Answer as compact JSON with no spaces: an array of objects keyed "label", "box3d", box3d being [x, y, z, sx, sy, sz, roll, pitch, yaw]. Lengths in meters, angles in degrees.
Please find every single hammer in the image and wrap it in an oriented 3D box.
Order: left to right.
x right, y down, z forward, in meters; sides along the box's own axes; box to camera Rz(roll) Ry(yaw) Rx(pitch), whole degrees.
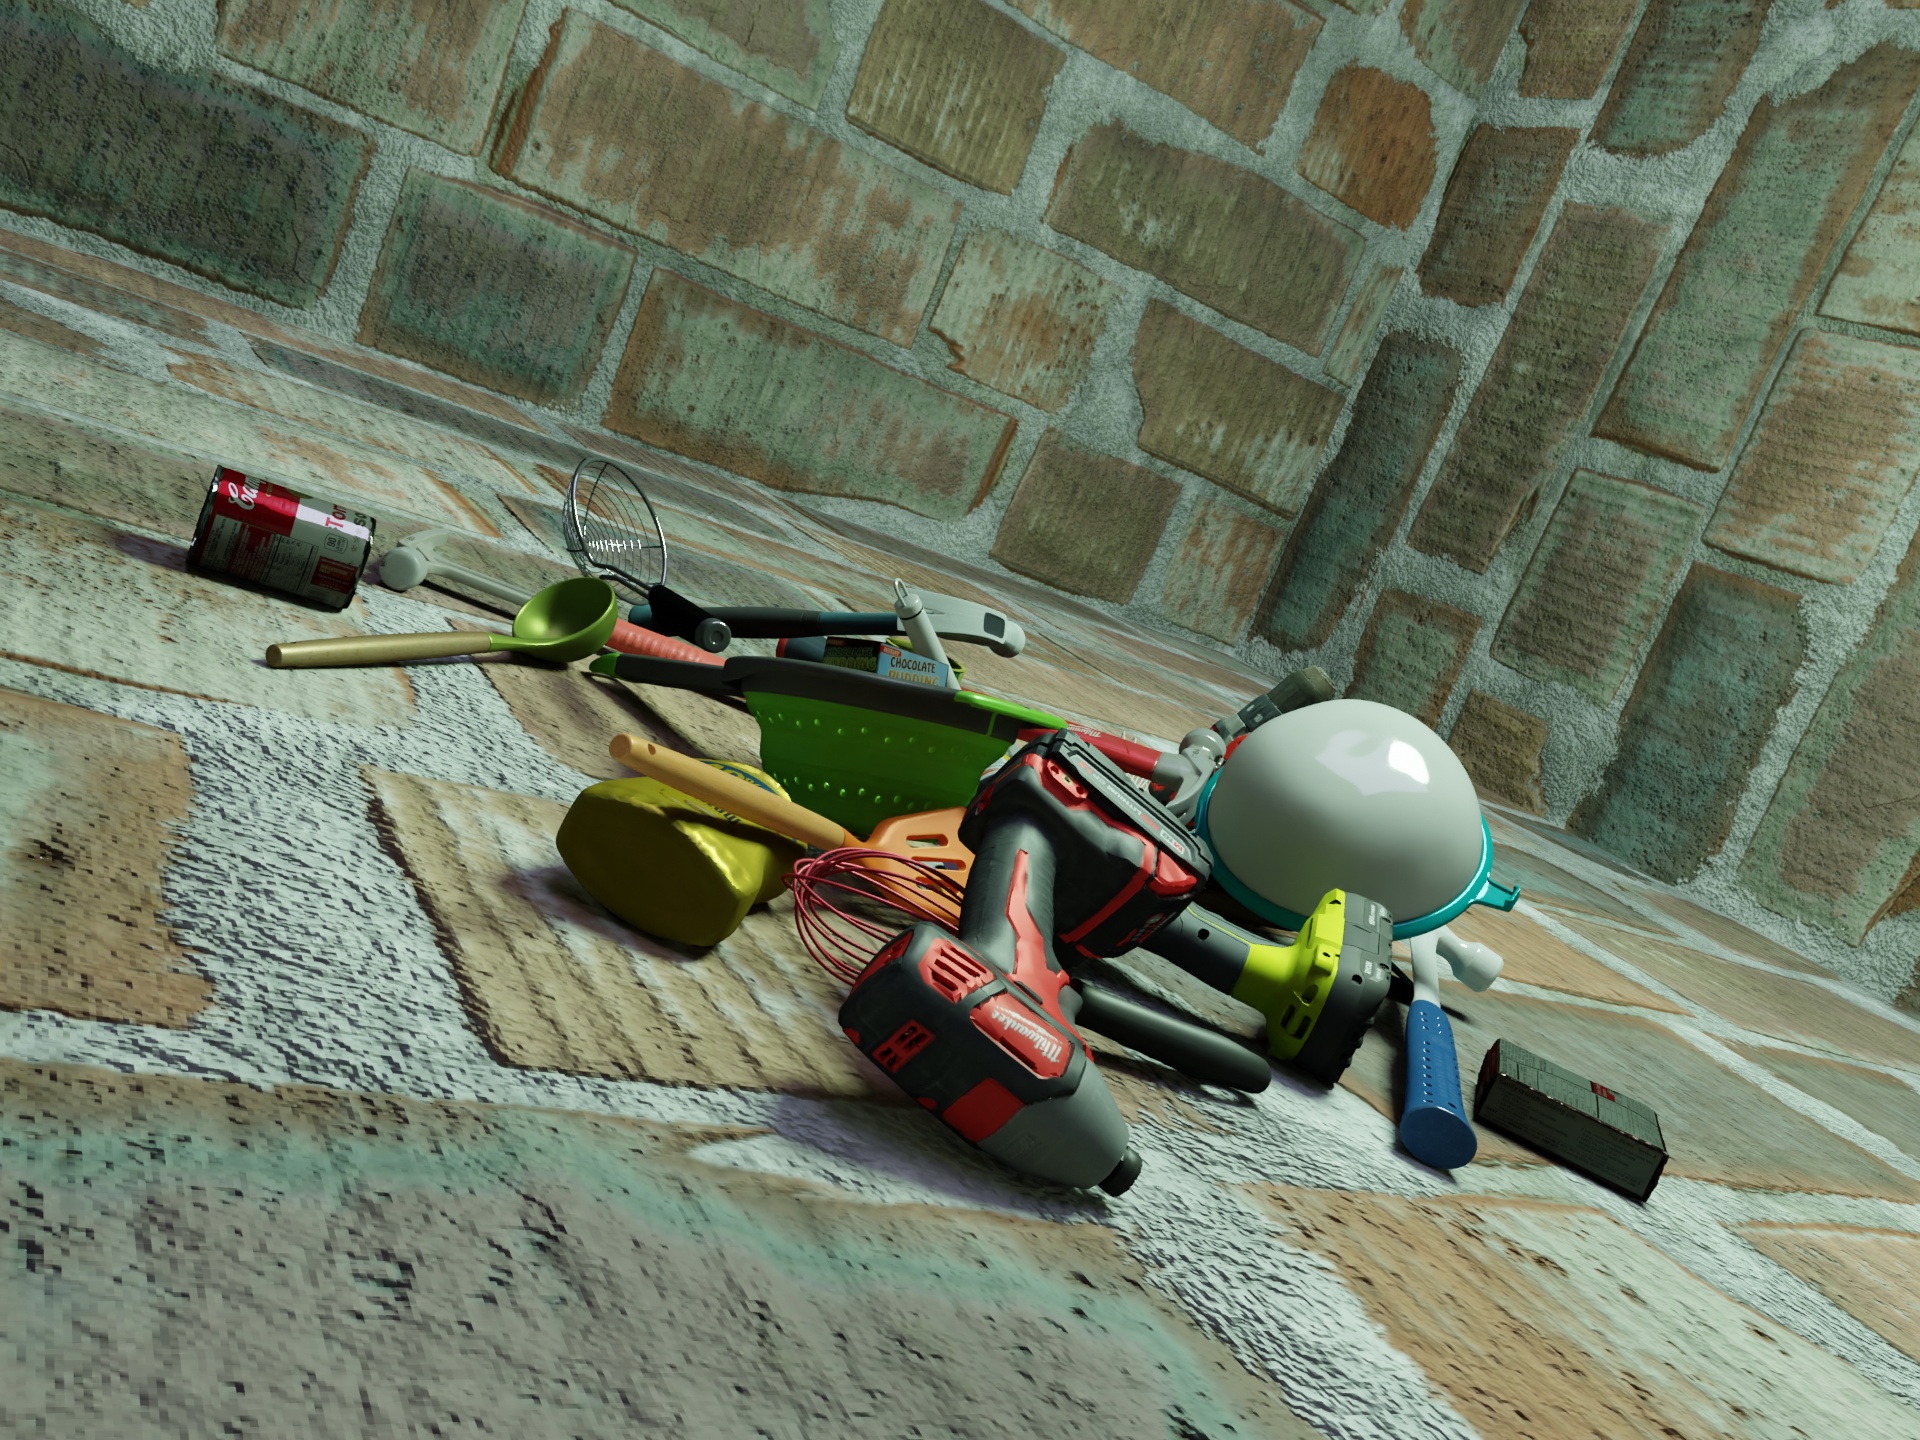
[{"label":"hammer","box3d":[-0.271,-0.069,1.268,0.359,0.036,0.149,21,10,-7]},{"label":"hammer","box3d":[-0.122,-0.079,1.306,0.331,0.033,0.128,2,-8,22]},{"label":"hammer","box3d":[0.017,-0.001,1.310,0.386,0.038,0.143,18,29,16]},{"label":"hammer","box3d":[0.308,0.191,1.066,0.144,0.035,0.405,35,17,6]}]

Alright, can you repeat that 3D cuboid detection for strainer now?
[{"label":"strainer","box3d":[-0.002,-0.004,1.181,0.050,0.258,0.087,-4,41,26]},{"label":"strainer","box3d":[0.212,0.057,1.117,0.340,0.095,0.211,-6,40,-7]}]

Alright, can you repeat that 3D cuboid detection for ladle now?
[{"label":"ladle","box3d":[-0.333,-0.063,1.048,0.078,0.062,0.320,1,6,21]}]

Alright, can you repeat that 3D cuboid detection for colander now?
[{"label":"colander","box3d":[-0.120,0.016,1.061,0.397,0.094,0.204,8,-5,39]}]

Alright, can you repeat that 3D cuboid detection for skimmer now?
[{"label":"skimmer","box3d":[-0.220,-0.119,1.191,0.364,0.090,0.127,30,-28,58]}]

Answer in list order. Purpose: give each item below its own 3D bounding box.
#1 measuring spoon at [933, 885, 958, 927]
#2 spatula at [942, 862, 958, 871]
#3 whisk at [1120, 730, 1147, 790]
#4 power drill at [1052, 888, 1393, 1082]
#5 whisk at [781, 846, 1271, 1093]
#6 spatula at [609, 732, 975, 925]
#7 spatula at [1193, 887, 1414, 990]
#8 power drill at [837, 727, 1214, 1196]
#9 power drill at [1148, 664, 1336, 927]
[{"label":"measuring spoon","box3d":[0.005,0.116,0.966,0.021,0.011,0.117,19,11,-21]},{"label":"spatula","box3d":[0.133,0.144,1.085,0.315,0.018,0.060,19,10,-13]},{"label":"whisk","box3d":[0.134,0.071,1.376,0.070,0.070,0.285,23,16,0]},{"label":"power drill","box3d":[0.148,0.118,0.999,0.228,0.080,0.191,24,25,7]},{"label":"whisk","box3d":[0.040,0.137,0.820,0.295,0.073,0.073,25,9,-18]},{"label":"spatula","box3d":[-0.071,0.052,0.826,0.322,0.041,0.081,32,40,-59]},{"label":"spatula","box3d":[0.224,0.157,1.206,0.317,0.044,0.082,15,13,-14]},{"label":"power drill","box3d":[0.041,0.110,0.729,0.143,0.078,0.220,40,33,-5]},{"label":"power drill","box3d":[0.254,0.051,1.320,0.080,0.188,0.227,45,12,-18]}]
